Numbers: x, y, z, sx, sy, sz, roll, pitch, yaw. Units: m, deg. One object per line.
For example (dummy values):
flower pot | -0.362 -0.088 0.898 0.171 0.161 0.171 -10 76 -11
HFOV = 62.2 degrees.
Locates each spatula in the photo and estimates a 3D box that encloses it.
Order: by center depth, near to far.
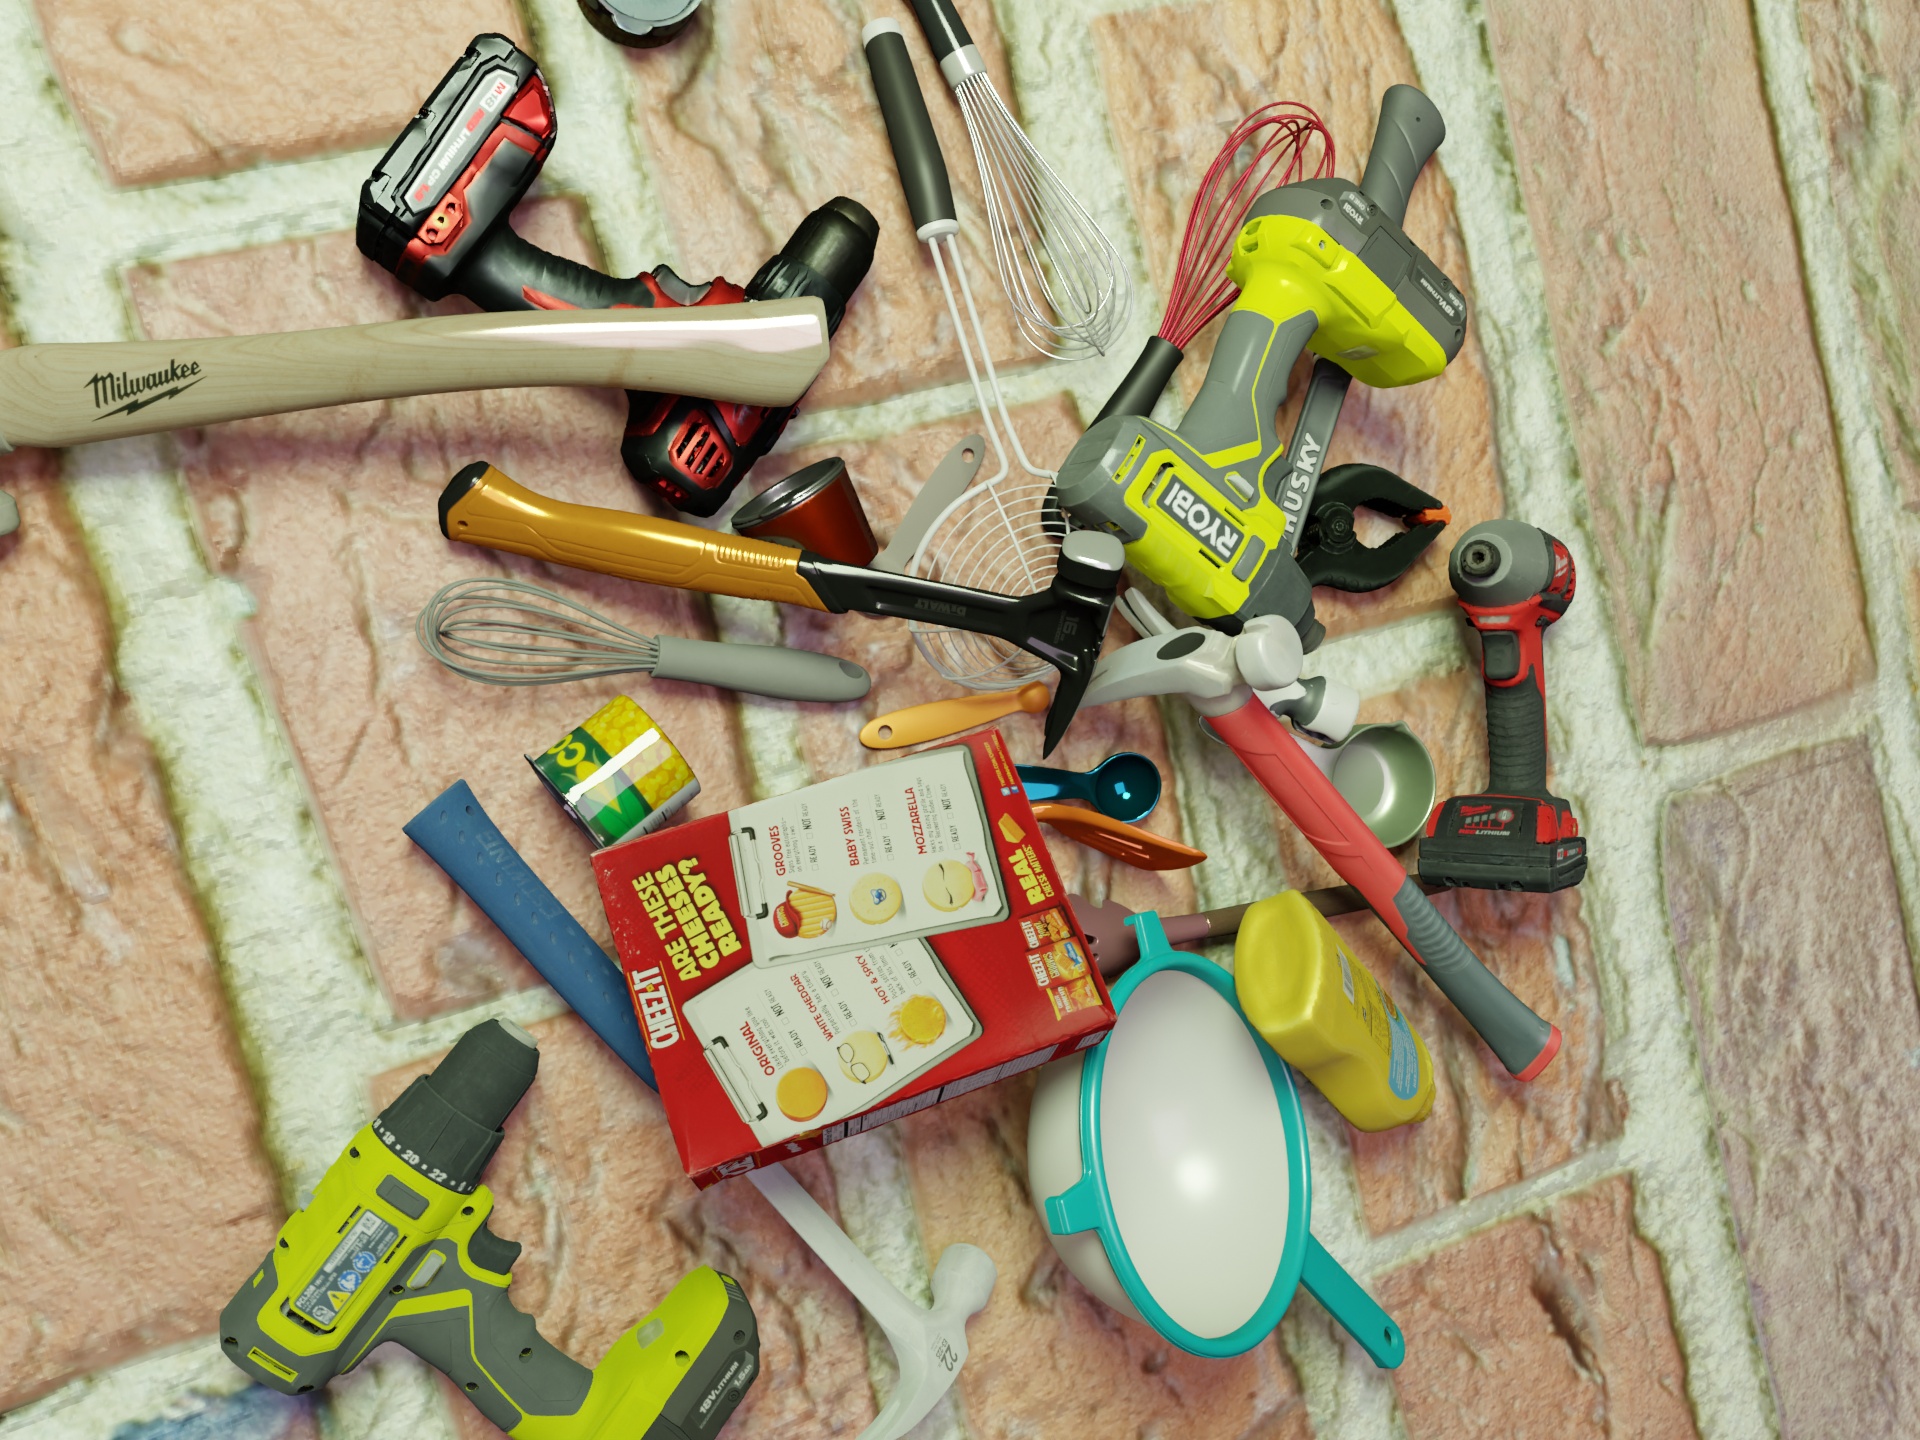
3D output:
spatula | -0.026 0.070 0.870 0.322 0.081 0.041 -2 80 -15

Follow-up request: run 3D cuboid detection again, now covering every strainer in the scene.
strainer | 0.139 0.281 0.909 0.340 0.095 0.211 49 43 -28

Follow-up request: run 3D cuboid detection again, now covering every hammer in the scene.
hammer | -0.266 -0.172 0.722 0.410 0.038 0.146 -7 112 -9
hammer | -0.094 -0.068 0.802 0.337 0.034 0.127 12 128 -2
hammer | -0.135 0.197 0.811 0.405 0.035 0.144 50 32 -9
hammer | 0.225 0.089 0.923 0.386 0.143 0.038 46 55 -25
hammer | 0.211 -0.199 0.935 0.149 0.036 0.409 22 76 -10

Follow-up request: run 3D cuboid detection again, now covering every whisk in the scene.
whisk | -0.157 -0.035 0.824 0.238 0.055 0.055 8 88 -25
whisk | 0.016 -0.330 0.877 0.070 0.070 0.284 -29 96 -17
whisk | 0.130 -0.231 0.920 0.073 0.073 0.296 33 86 -18

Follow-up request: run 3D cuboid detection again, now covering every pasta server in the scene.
pasta server | 0.164 0.118 0.954 0.316 0.040 0.060 -7 93 -24

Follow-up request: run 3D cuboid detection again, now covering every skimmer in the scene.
skimmer | -0.005 -0.199 0.876 0.127 0.090 0.363 -13 83 -21

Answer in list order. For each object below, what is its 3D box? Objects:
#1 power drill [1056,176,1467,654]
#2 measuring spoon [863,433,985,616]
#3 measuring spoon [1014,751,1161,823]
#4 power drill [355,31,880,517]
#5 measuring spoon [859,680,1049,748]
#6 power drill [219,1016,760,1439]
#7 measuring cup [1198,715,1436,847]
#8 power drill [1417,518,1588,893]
power drill | 0.171 -0.159 0.854 0.171 0.080 0.223 36 78 -21
measuring spoon | -0.020 -0.111 0.884 0.034 0.018 0.124 37 78 -17
measuring spoon | 0.052 0.035 0.918 0.128 0.021 0.042 4 99 -11
power drill | -0.163 -0.237 0.802 0.226 0.080 0.188 36 79 -20
measuring spoon | -0.001 -0.003 0.896 0.117 0.011 0.021 -13 95 -20
power drill | -0.214 0.278 0.790 0.228 0.080 0.190 40 78 -14
measuring cup | 0.209 0.025 0.962 0.167 0.038 0.083 19 84 -17
power drill | 0.327 -0.011 0.955 0.143 0.078 0.220 3 88 -58
